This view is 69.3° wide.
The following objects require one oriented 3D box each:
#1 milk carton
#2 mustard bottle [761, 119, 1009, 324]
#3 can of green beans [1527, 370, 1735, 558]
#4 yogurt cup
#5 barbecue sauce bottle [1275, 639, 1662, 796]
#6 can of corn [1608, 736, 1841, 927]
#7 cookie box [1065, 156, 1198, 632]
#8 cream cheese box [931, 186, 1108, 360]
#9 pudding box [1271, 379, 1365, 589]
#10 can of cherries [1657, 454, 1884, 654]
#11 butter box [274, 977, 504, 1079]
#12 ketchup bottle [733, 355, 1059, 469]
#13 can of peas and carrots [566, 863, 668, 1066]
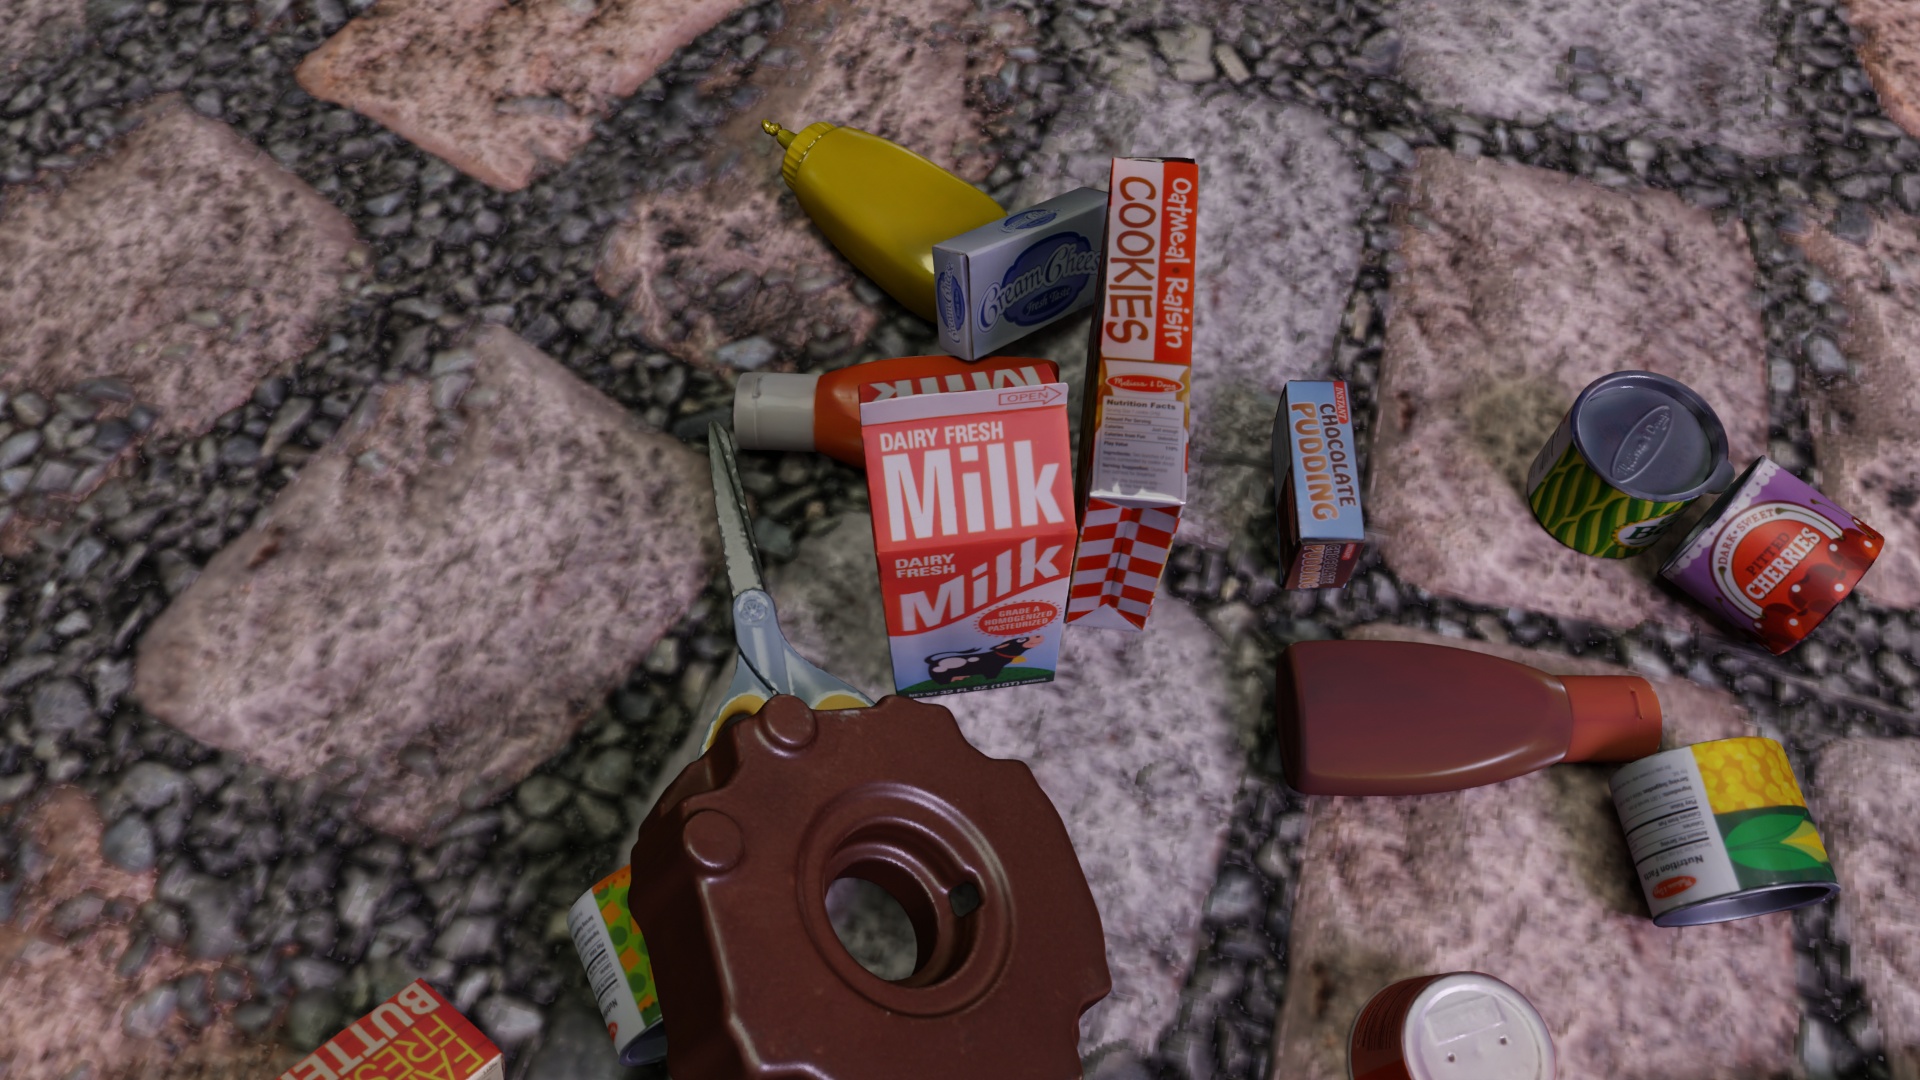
[{"bbox_3d":[0.002,-0.007,0.538,0.072,0.189,0.074,-7,64,-2],"label":"milk carton"},{"bbox_3d":[-0.042,-0.171,0.703,0.160,0.048,0.065,40,70,19],"label":"mustard bottle"},{"bbox_3d":[0.296,-0.033,0.622,0.071,0.057,0.071,0,63,1],"label":"can of green beans"},{"bbox_3d":[0.182,0.191,0.511,0.072,0.053,0.073,0,62,0],"label":"yogurt cup"},{"bbox_3d":[0.209,0.074,0.577,0.149,0.043,0.065,0,63,0],"label":"barbecue sauce bottle"},{"bbox_3d":[0.298,0.115,0.543,0.071,0.071,0.058,-6,63,-2],"label":"can of corn"},{"bbox_3d":[0.075,-0.062,0.603,0.040,0.122,0.168,6,63,3],"label":"cookie box"},{"bbox_3d":[0.032,-0.127,0.658,0.104,0.053,0.024,-30,41,-35],"label":"cream cheese box"},{"bbox_3d":[0.159,-0.025,0.624,0.030,0.049,0.084,1,62,3],"label":"pudding box"},{"bbox_3d":[0.346,0.007,0.594,0.058,0.071,0.072,41,71,18],"label":"can of cherries"},{"bbox_3d":[-0.221,0.208,0.497,0.053,0.024,0.104,28,38,25],"label":"butter box"},{"bbox_3d":[-0.029,-0.058,0.647,0.149,0.043,0.065,3,58,3],"label":"ketchup bottle"},{"bbox_3d":[-0.106,0.155,0.528,0.071,0.070,0.059,-26,65,-12],"label":"can of peas and carrots"}]
